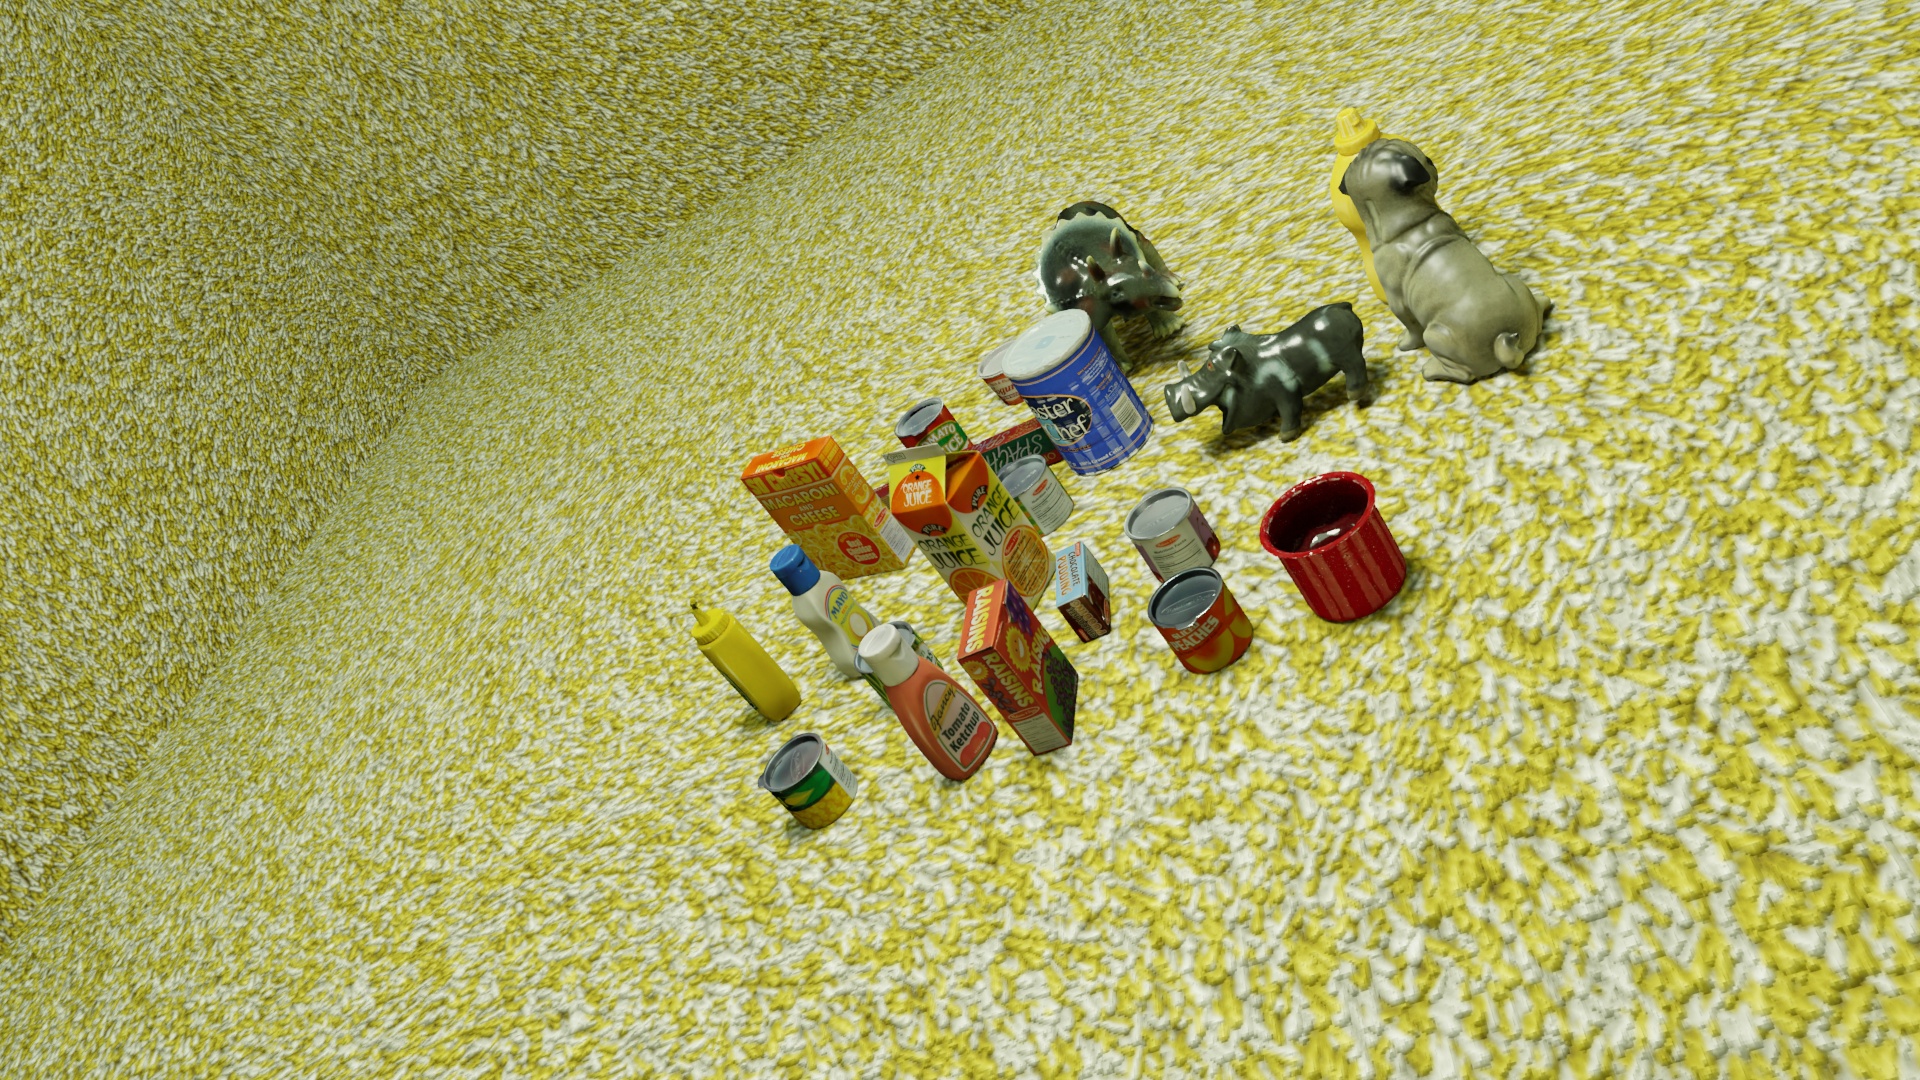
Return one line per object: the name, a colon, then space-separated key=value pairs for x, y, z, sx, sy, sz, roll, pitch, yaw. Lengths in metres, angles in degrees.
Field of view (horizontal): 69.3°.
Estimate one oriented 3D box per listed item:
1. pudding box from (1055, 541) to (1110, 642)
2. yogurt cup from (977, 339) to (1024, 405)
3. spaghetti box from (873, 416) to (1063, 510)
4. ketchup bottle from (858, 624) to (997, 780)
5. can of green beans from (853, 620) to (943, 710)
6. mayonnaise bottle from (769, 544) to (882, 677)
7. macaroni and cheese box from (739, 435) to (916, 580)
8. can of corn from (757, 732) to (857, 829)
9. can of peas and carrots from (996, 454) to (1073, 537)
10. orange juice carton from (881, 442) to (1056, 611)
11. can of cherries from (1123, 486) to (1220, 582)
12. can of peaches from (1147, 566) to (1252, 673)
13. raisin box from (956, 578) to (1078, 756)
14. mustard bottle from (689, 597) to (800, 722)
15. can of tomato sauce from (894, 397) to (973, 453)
pudding box: x=0.109 y=0.045 z=1.241 sx=0.030 sy=0.049 sz=0.084 roll=-26 pitch=30 yaw=20
yogurt cup: x=0.061 y=-0.198 z=1.652 sx=0.072 sy=0.053 sz=0.073 roll=-28 pitch=30 yaw=17
spaghetti box: x=0.000 y=-0.069 z=1.534 sx=0.249 sy=0.050 sz=0.029 roll=-23 pitch=31 yaw=25
ketchup bottle: x=-0.030 y=0.132 z=1.162 sx=0.043 sy=0.148 sz=0.065 roll=-1 pitch=45 yaw=49
can of green beans: x=-0.058 y=0.119 z=1.310 sx=0.071 sy=0.057 sz=0.071 roll=-28 pitch=30 yaw=17
mayonnaise bottle: x=-0.131 y=0.067 z=1.374 sx=0.041 sy=0.147 sz=0.065 roll=-13 pitch=37 yaw=38
macaroni and cheese box: x=-0.144 y=-0.030 z=1.514 sx=0.123 sy=0.166 sz=0.040 roll=-12 pitch=37 yaw=39
can of corn: x=-0.137 y=0.218 z=1.251 sx=0.071 sy=0.058 sz=0.071 roll=-28 pitch=30 yaw=17
can of peas and carrots: x=0.071 y=-0.044 z=1.407 sx=0.071 sy=0.058 sz=0.071 roll=-28 pitch=30 yaw=17
orange juice carton: x=0.005 y=-0.016 z=1.299 sx=0.071 sy=0.192 sz=0.073 roll=-9 pitch=39 yaw=42
can of cherries: x=0.186 y=-0.006 z=1.220 sx=0.071 sy=0.058 sz=0.072 roll=-28 pitch=30 yaw=17
can of peaches: x=0.192 y=0.065 z=1.109 sx=0.071 sy=0.058 sz=0.071 roll=-28 pitch=30 yaw=17
raisin box: x=0.049 y=0.104 z=1.142 sx=0.040 sy=0.123 sz=0.086 roll=-22 pitch=31 yaw=26
mustard bottle: x=-0.226 y=0.115 z=1.397 sx=0.049 sy=0.159 sz=0.065 roll=-44 pitch=29 yaw=-12
can of tomato sauce: x=-0.025 y=-0.110 z=1.587 sx=0.071 sy=0.083 sz=0.071 roll=-28 pitch=30 yaw=17
